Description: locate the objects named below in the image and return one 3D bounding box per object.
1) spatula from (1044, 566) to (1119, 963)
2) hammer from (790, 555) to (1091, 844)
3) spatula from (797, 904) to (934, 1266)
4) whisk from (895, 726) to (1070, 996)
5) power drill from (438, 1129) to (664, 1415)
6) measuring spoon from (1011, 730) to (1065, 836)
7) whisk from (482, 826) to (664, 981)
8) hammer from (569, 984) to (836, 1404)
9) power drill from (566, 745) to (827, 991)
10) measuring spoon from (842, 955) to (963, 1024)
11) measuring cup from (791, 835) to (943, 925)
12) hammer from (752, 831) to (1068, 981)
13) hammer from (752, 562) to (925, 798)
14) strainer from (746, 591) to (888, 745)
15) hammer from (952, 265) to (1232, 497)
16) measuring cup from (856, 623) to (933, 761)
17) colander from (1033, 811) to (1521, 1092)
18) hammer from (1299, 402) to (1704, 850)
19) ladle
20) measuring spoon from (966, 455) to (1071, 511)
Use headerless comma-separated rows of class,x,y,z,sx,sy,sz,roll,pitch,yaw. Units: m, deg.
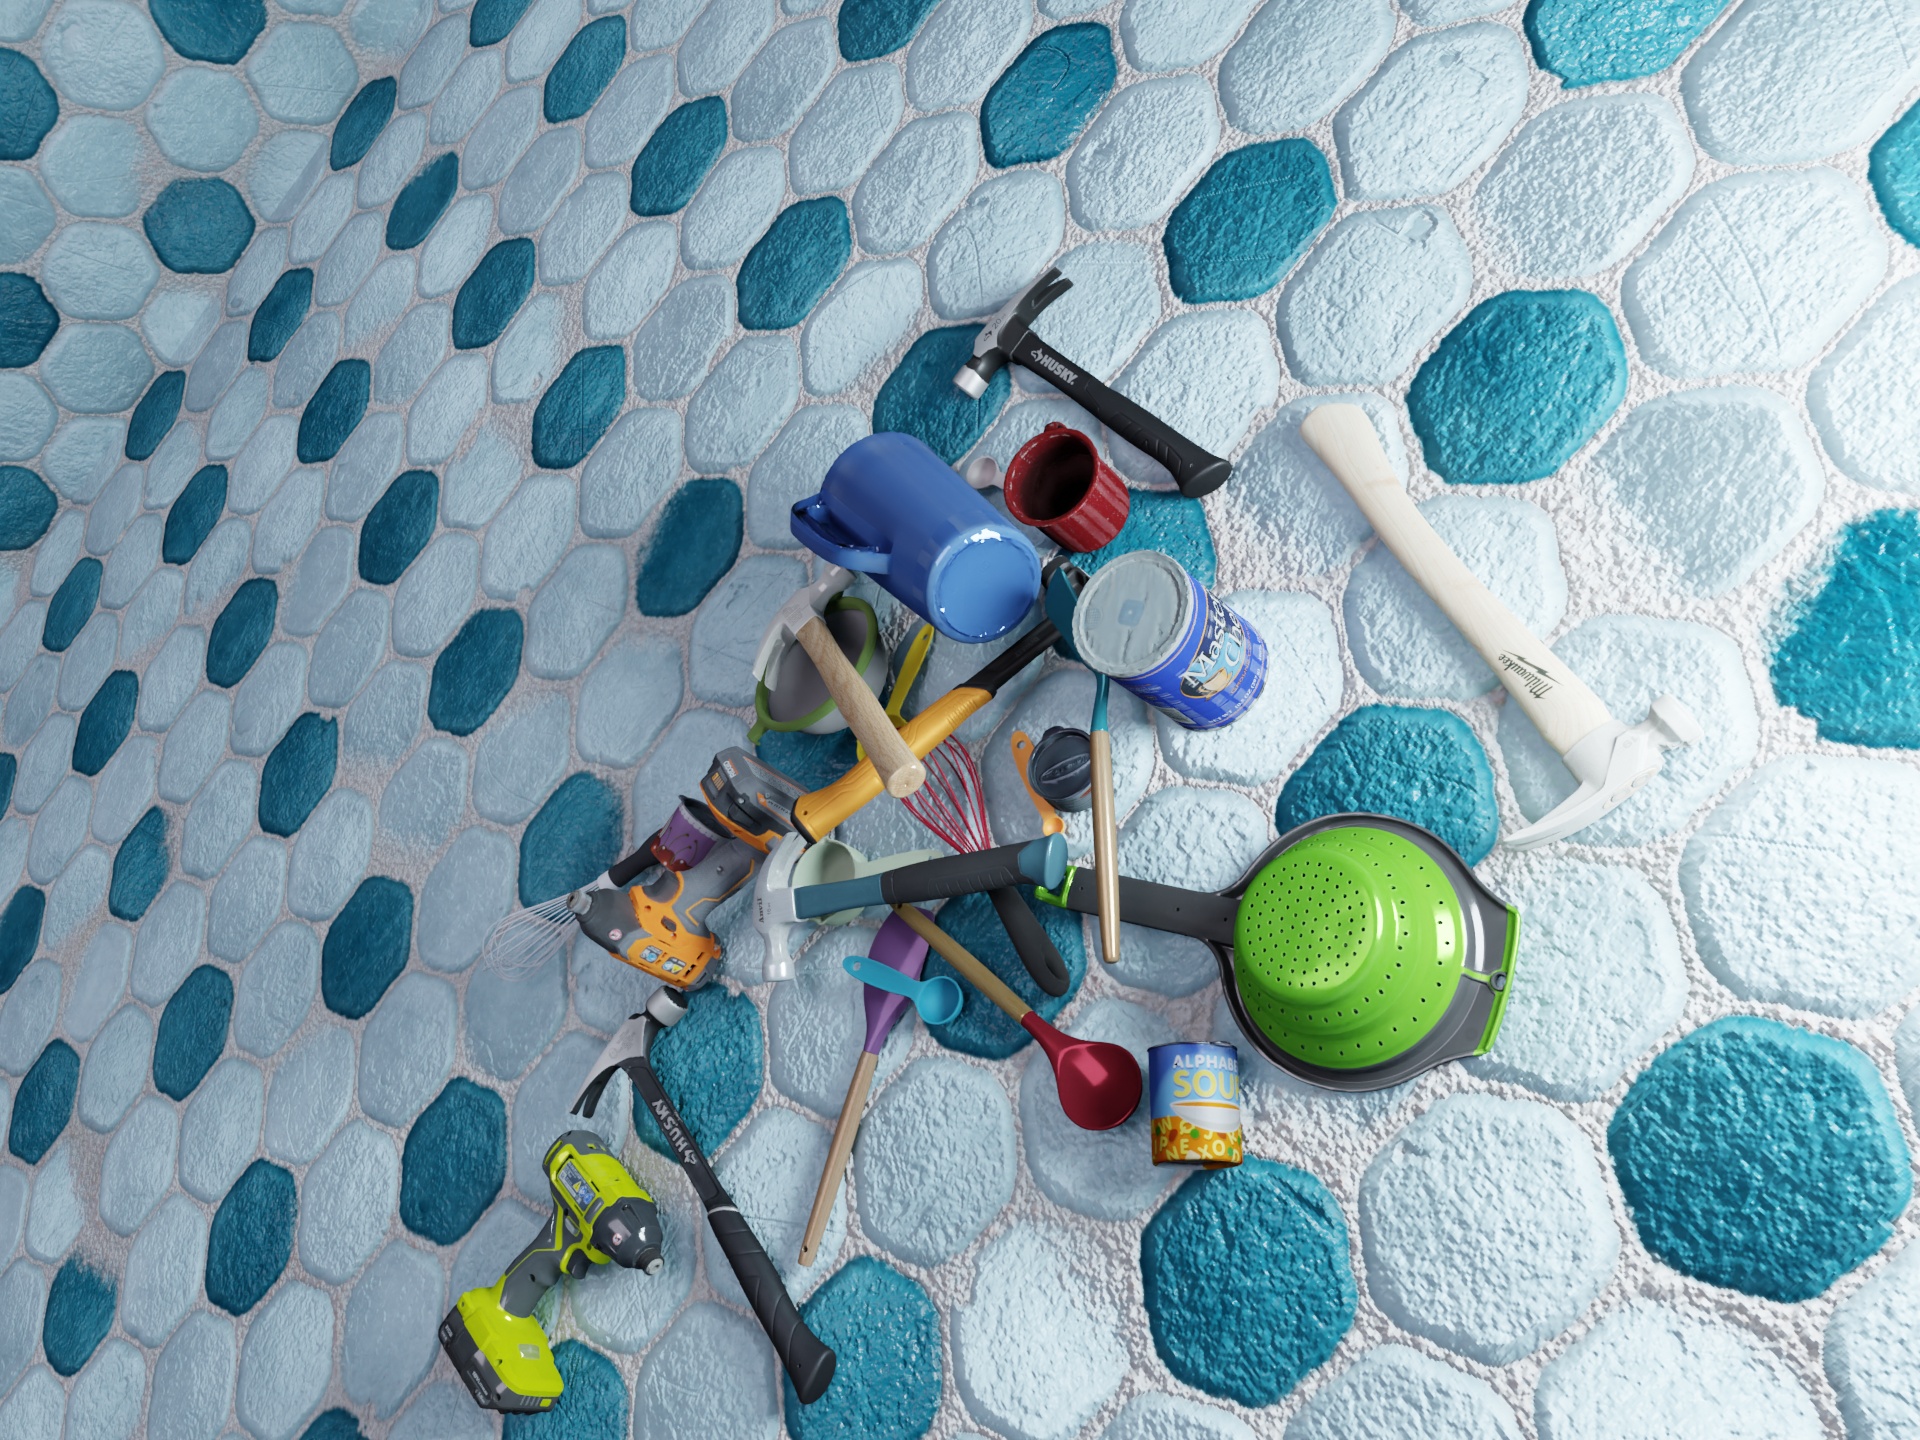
spatula,0.100,0.035,1.261,0.044,0.082,0.318,1,69,-6
hammer,-0.002,-0.004,1.362,0.337,0.034,0.127,-38,51,-6
spatula,-0.087,0.312,1.374,0.060,0.018,0.316,9,76,35
whisk,0.016,0.112,1.354,0.073,0.073,0.296,-42,57,16
power drill,-0.370,0.517,1.469,0.171,0.080,0.223,35,91,41
measuring spoon,0.067,0.055,1.372,0.021,0.011,0.117,-29,52,12
whisk,-0.384,0.183,1.631,0.284,0.070,0.070,-35,54,15
hammer,-0.224,0.426,1.415,0.149,0.036,0.409,-46,52,5
power drill,-0.247,0.137,1.473,0.226,0.164,0.084,-49,39,8
measuring spoon,-0.049,0.229,1.370,0.129,0.021,0.042,16,73,35
measuring cup,-0.077,0.140,1.427,0.167,0.038,0.083,-14,64,30
hammer,-0.051,0.141,1.347,0.331,0.033,0.128,-14,78,35
hammer,-0.102,-0.028,1.393,0.130,0.031,0.332,-44,36,6
strainer,-0.113,-0.080,1.539,0.151,0.069,0.257,-22,42,33
hammer,0.129,-0.298,1.453,0.146,0.035,0.335,-52,50,9
measuring cup,-0.049,-0.019,1.485,0.062,0.029,0.157,0,60,42
colander,0.199,0.145,1.175,0.397,0.094,0.204,8,77,39
hammer,0.362,-0.093,1.190,0.146,0.038,0.411,-42,51,18
ladle,0.037,0.230,1.303,0.069,0.031,0.316,-48,49,-7
measuring spoon,0.057,-0.216,1.491,0.124,0.018,0.034,27,87,34
